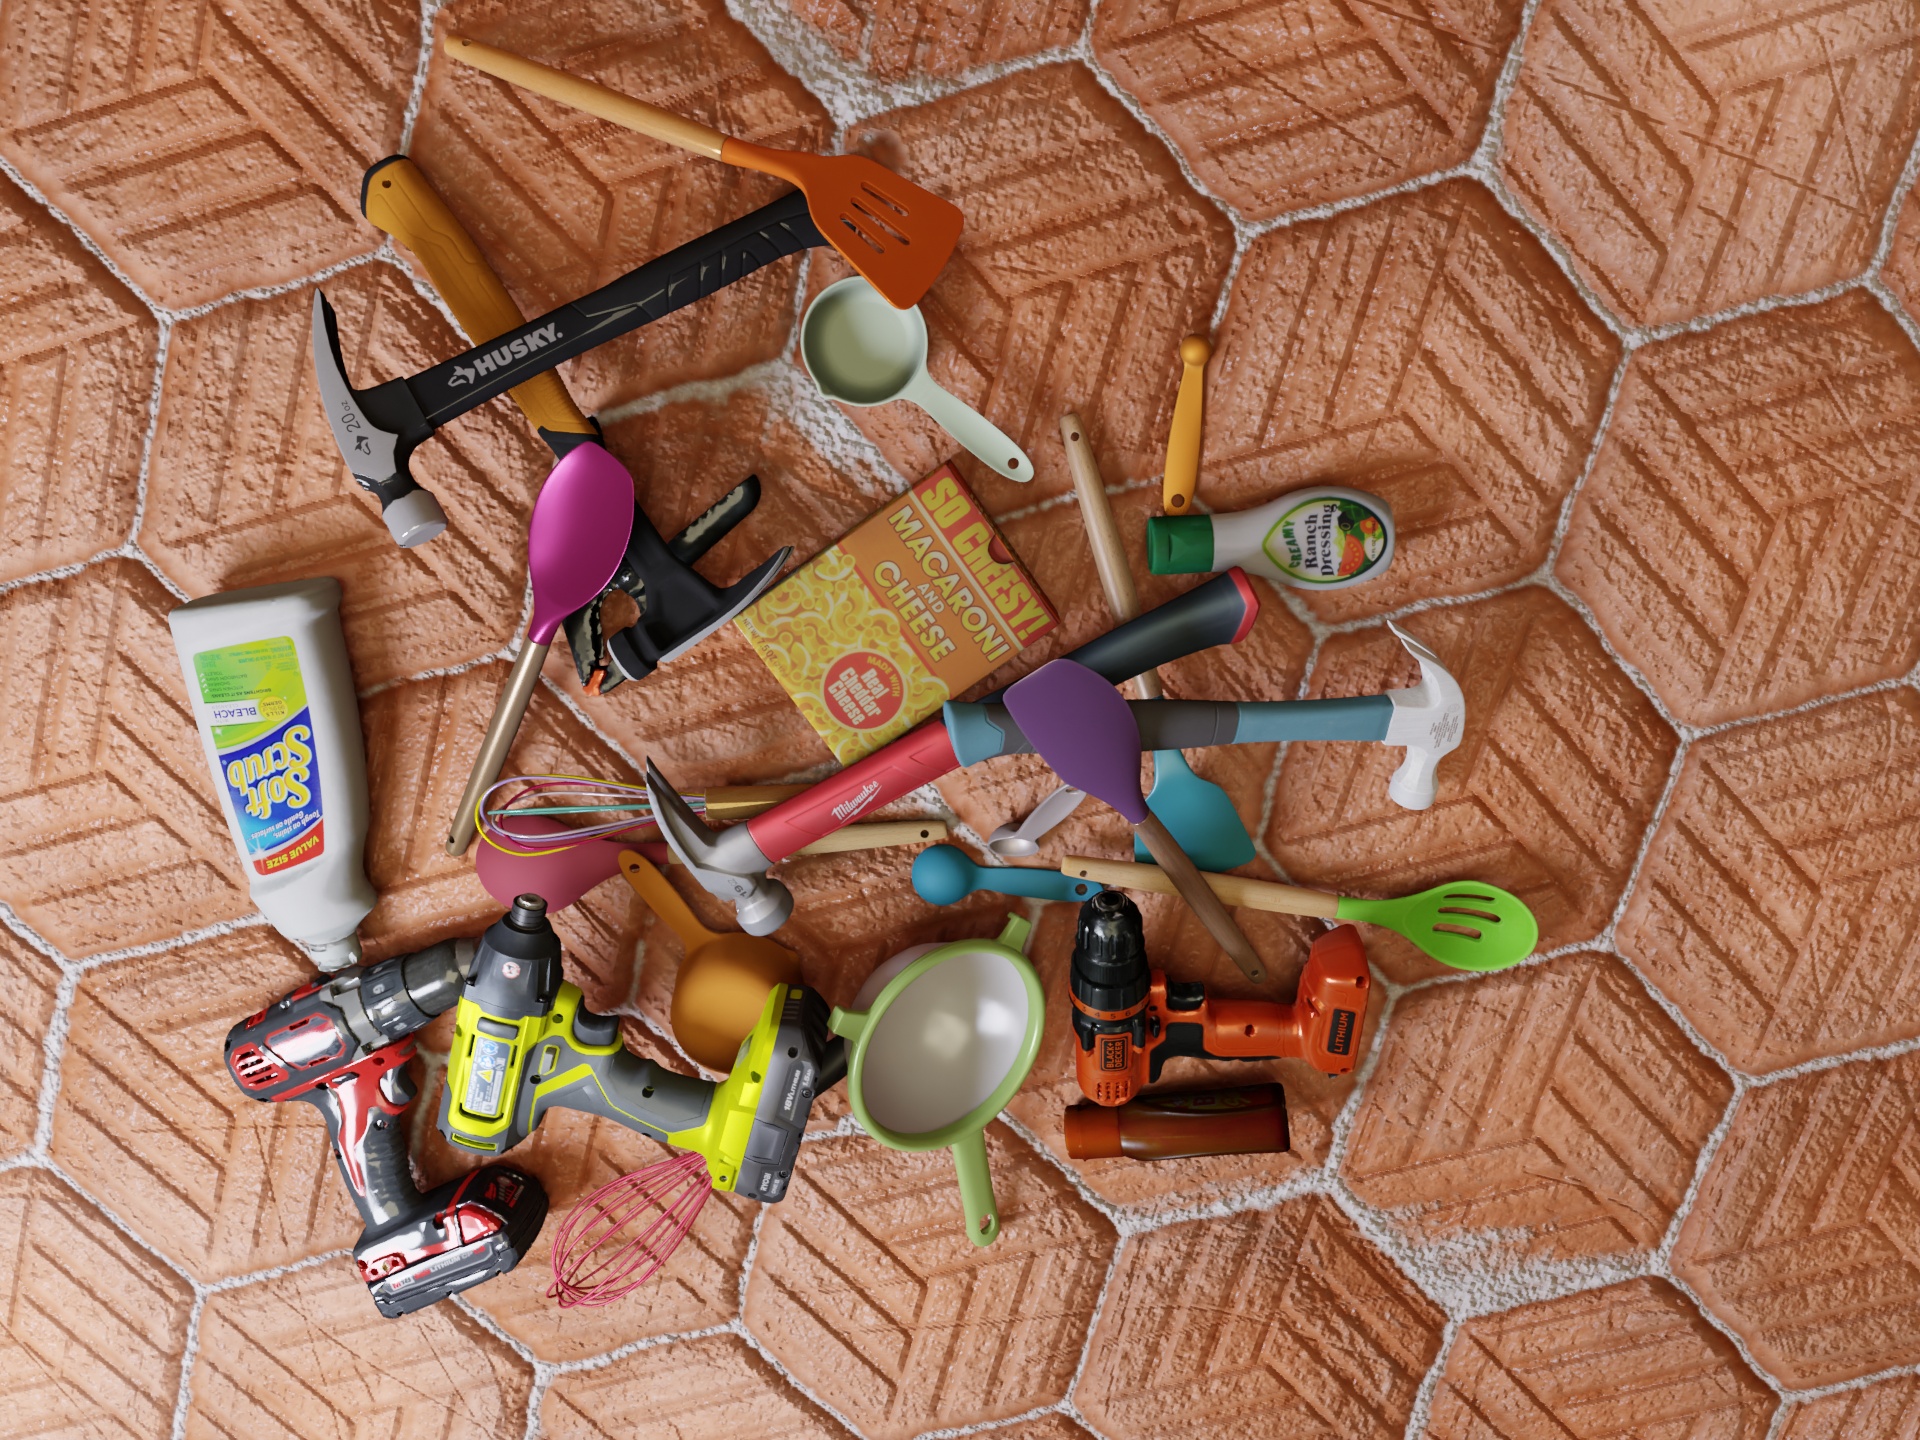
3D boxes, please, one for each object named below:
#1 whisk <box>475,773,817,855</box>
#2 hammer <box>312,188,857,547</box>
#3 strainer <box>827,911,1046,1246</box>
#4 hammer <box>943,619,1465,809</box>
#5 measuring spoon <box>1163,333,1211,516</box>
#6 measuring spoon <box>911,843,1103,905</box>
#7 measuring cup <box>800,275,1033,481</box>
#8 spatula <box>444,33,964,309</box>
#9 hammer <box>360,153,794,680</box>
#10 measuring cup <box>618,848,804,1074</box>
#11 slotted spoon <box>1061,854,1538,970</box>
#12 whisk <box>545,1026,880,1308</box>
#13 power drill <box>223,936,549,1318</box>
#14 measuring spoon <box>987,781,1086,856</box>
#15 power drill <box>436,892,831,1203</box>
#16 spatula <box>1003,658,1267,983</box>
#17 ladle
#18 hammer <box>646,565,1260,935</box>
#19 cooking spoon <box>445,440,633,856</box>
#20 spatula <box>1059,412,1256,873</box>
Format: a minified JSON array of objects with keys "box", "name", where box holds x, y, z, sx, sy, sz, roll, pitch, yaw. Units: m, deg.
[{"box":[-0.186,0.058,1.025,0.245,0.051,0.047,-2,73,-8],"name":"whisk"},{"box":[-0.207,-0.239,0.917,0.335,0.035,0.146,-29,89,-10],"name":"hammer"},{"box":[-0.014,0.246,1.069,0.151,0.069,0.256,-25,123,-26],"name":"strainer"},{"box":[0.152,0.003,0.966,0.331,0.033,0.128,-2,126,-12],"name":"hammer"},{"box":[0.140,-0.180,0.986,0.021,0.011,0.117,5,104,-1],"name":"measuring spoon"},{"box":[0.031,0.109,1.051,0.128,0.021,0.042,5,104,0],"name":"measuring spoon"},{"box":[-0.022,-0.202,0.970,0.167,0.038,0.083,38,101,-10],"name":"measuring cup"},{"box":[-0.155,-0.330,0.916,0.322,0.041,0.081,24,67,9],"name":"spatula"},{"box":[-0.241,-0.195,0.950,0.127,0.034,0.337,-35,93,7],"name":"hammer"},{"box":[-0.171,0.159,1.037,0.095,0.052,0.173,-31,112,10],"name":"measuring cup"},{"box":[0.221,0.116,1.044,0.313,0.031,0.070,9,120,-3],"name":"slotted spoon"},{"box":[-0.170,0.300,1.084,0.296,0.073,0.073,-40,100,4],"name":"whisk"},{"box":[-0.361,0.264,1.068,0.188,0.080,0.226,-24,99,6],"name":"power drill"},{"box":[0.051,0.058,1.005,0.034,0.124,0.018,13,61,-17],"name":"measuring spoon"},{"box":[-0.201,0.205,0.988,0.223,0.080,0.171,15,109,-5],"name":"power drill"},{"box":[0.123,0.072,0.980,0.060,0.018,0.315,-31,126,10],"name":"spatula"},{"box":[-0.166,0.086,1.047,0.315,0.031,0.069,-5,103,0],"name":"ladle"},{"box":[-0.002,-0.003,0.974,0.386,0.038,0.143,-28,124,8],"name":"hammer"},{"box":[-0.265,-0.032,0.974,0.069,0.017,0.318,40,121,15],"name":"cooking spoon"},{"box":[0.112,-0.041,1.016,0.082,0.044,0.317,-16,98,6],"name":"spatula"}]
